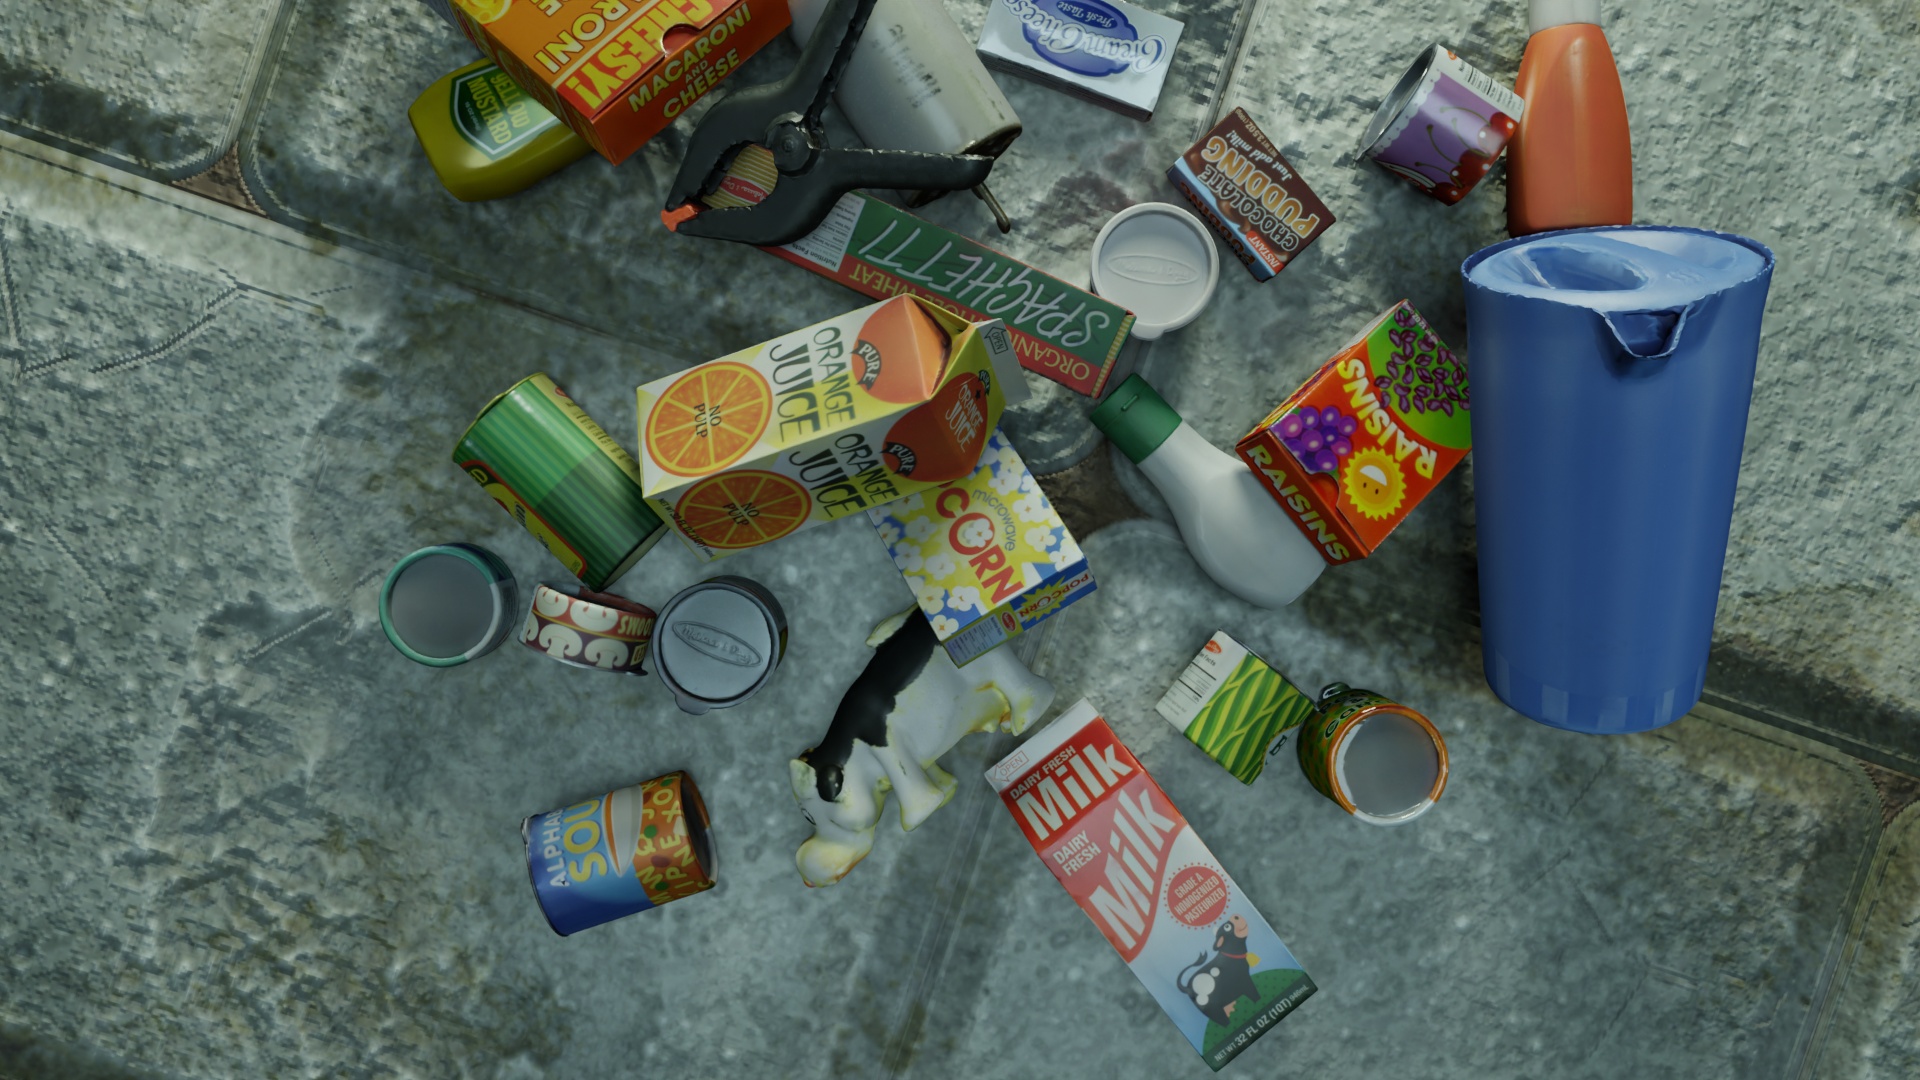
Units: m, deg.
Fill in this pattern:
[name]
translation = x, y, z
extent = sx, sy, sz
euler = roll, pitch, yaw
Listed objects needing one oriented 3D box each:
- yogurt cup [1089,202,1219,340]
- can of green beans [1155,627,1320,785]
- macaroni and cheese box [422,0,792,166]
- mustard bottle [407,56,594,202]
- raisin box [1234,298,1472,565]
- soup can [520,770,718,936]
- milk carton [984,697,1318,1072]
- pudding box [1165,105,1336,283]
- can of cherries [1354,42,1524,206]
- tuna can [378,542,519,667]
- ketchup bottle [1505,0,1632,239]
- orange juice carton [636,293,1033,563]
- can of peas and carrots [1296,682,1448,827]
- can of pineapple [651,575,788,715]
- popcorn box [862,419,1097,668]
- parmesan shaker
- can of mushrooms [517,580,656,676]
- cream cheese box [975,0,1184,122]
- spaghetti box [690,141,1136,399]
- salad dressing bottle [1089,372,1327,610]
[yogurt cup]
translation = 0.100, -0.143, 0.748
extent = 0.072, 0.054, 0.072
euler = 0, 92, -2
[can of green beans]
translation = 0.148, 0.090, 0.751
extent = 0.071, 0.071, 0.058
euler = 39, 91, -3
[macaroni and cheese box]
translation = -0.187, -0.282, 0.700
extent = 0.167, 0.040, 0.124
euler = 42, 77, 18
[mustard bottle]
translation = -0.207, -0.238, 0.735
extent = 0.160, 0.049, 0.065
euler = -28, 90, -2
[raisin box]
translation = 0.219, -0.058, 0.743
extent = 0.124, 0.040, 0.086
euler = -41, 93, -20
[soup can]
translation = -0.180, 0.164, 0.738
extent = 0.084, 0.071, 0.071
euler = -18, 93, -2
[milk carton]
translation = 0.098, 0.179, 0.748
extent = 0.072, 0.073, 0.190
euler = -38, 93, 0
[pudding box]
translation = 0.158, -0.189, 0.761
extent = 0.049, 0.030, 0.083
euler = -41, 93, 0
[can of cherries]
translation = 0.257, -0.221, 0.748
extent = 0.058, 0.071, 0.071
euler = 31, 91, -4
[tuna can]
translation = -0.278, 0.033, 0.748
extent = 0.071, 0.033, 0.071
euler = 0, 92, -3
[ketchup bottle]
translation = 0.332, -0.240, 0.760
extent = 0.065, 0.043, 0.148
euler = -2, 92, -3
[orange juice carton]
translation = -0.061, -0.062, 0.707
extent = 0.192, 0.071, 0.073
euler = -18, 57, 8
[can of peas and carrots]
translation = 0.224, 0.115, 0.758
extent = 0.071, 0.059, 0.071
euler = 0, 92, -3
[can of pineapple]
translation = -0.128, 0.054, 0.742
extent = 0.071, 0.058, 0.071
euler = 0, 92, -2
[popcorn box]
translation = 0.003, -0.009, 0.727
extent = 0.085, 0.038, 0.127
euler = -30, 60, -2
[parmesan shaker]
translation = -0.206, -0.029, 0.730
extent = 0.103, 0.071, 0.071
euler = 44, 90, -3
[can of mushrooms]
translation = -0.194, 0.046, 0.735
extent = 0.071, 0.071, 0.033
euler = 17, 90, -3
[cream cheese box]
translation = 0.064, -0.272, 0.758
extent = 0.104, 0.024, 0.053
euler = 19, 92, -3
[spaghetti box]
translation = -0.030, -0.146, 0.727
extent = 0.250, 0.029, 0.050
euler = 26, 103, 9
[salad dressing bottle]
translation = 0.134, -0.028, 0.759
extent = 0.064, 0.044, 0.147
euler = -45, 92, -4
